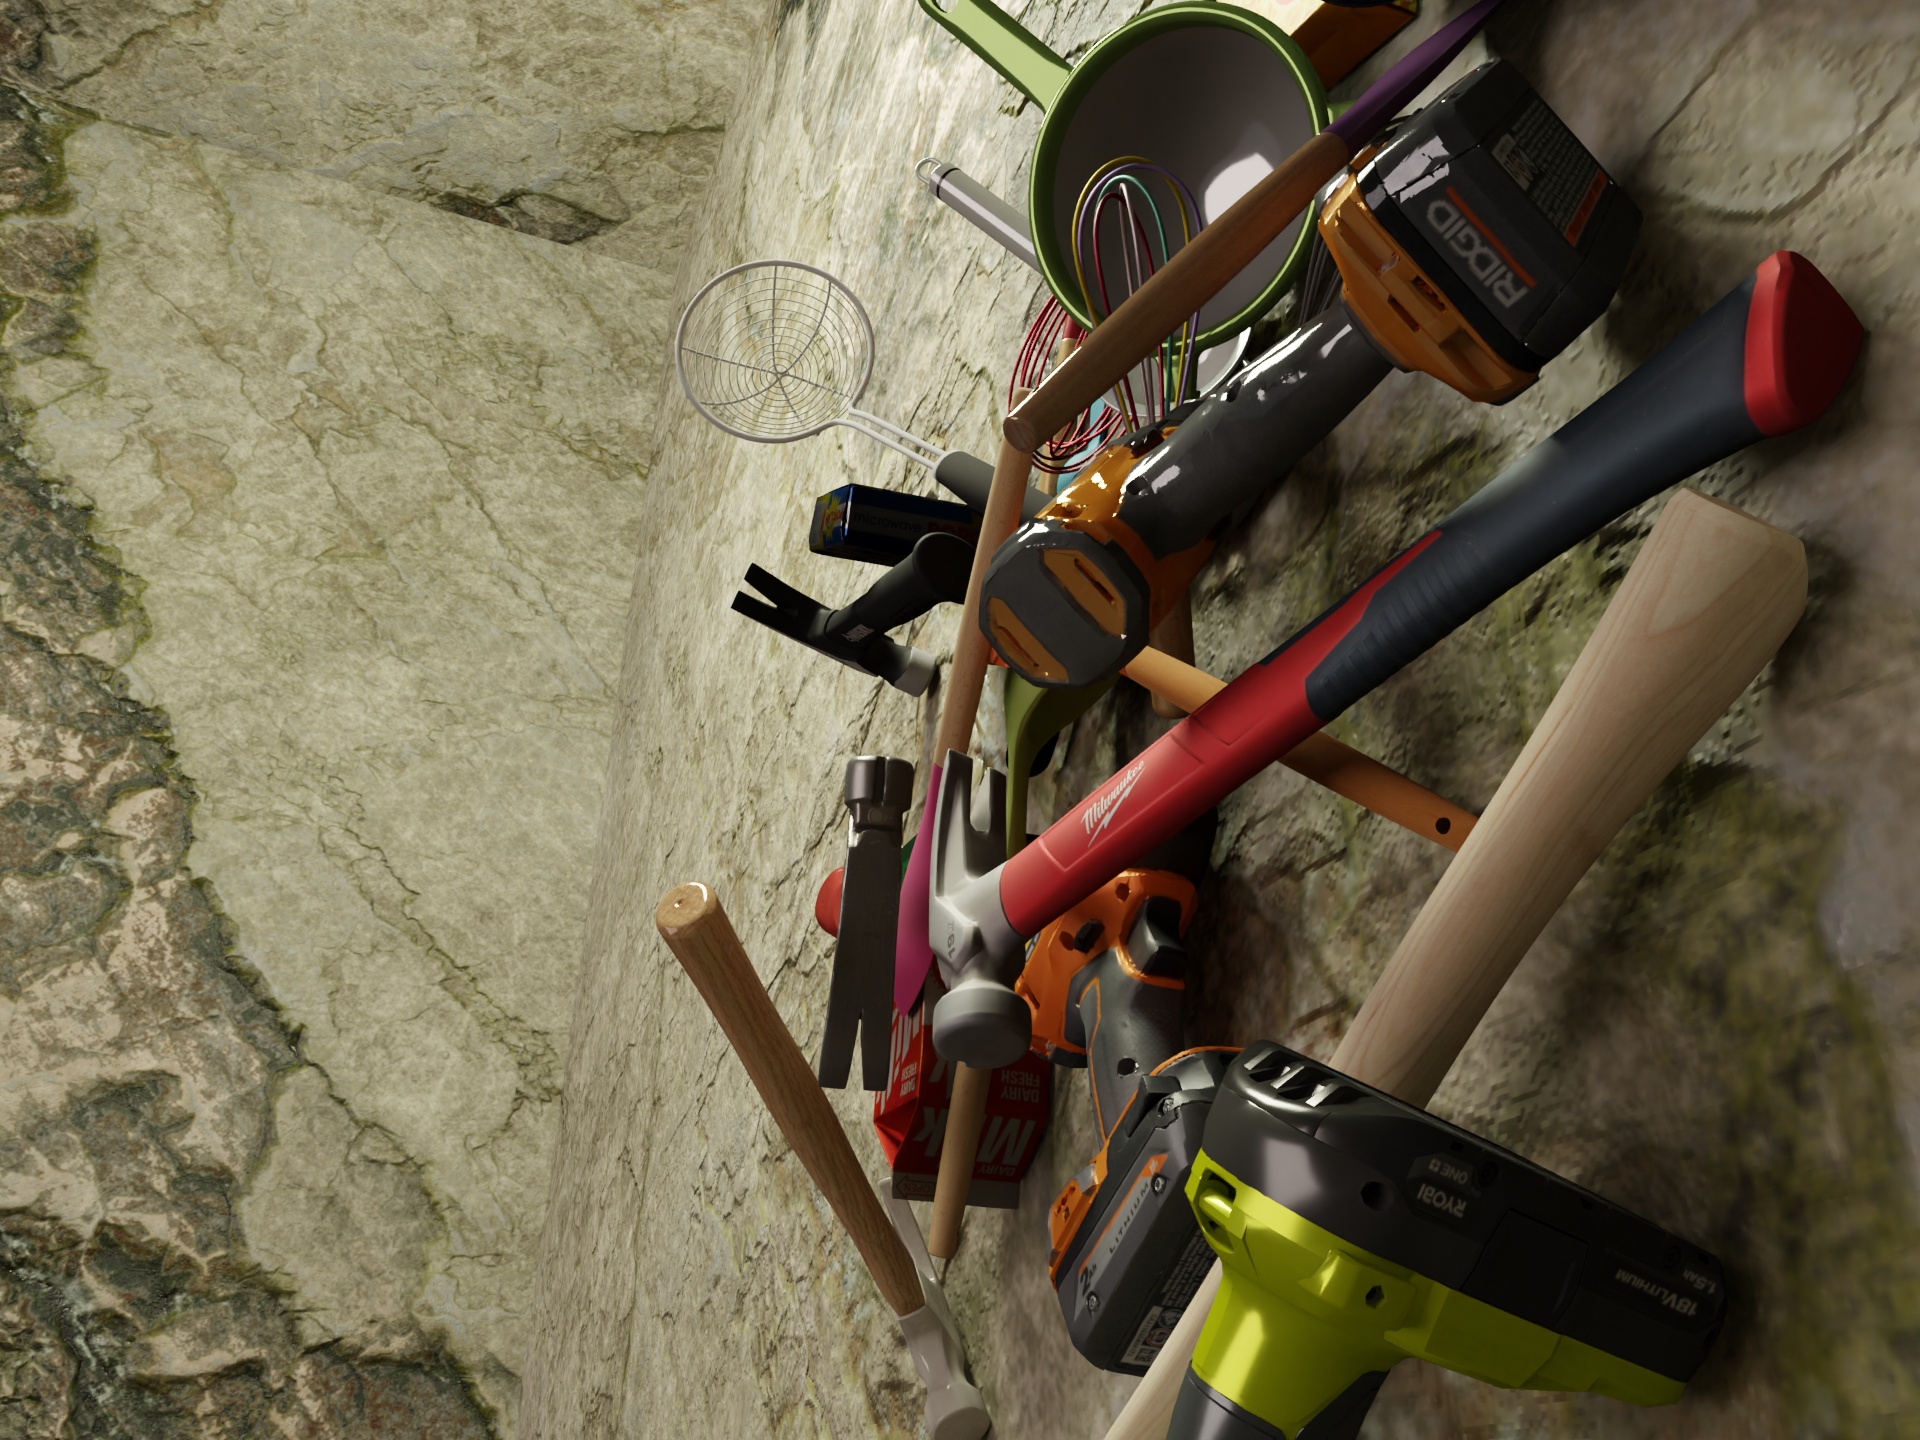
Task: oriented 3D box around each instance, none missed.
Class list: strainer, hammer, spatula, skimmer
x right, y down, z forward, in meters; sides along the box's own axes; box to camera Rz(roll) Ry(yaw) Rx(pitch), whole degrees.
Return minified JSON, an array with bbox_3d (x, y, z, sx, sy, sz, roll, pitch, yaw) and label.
[{"bbox_3d":[0.077,-0.276,0.744,0.257,0.069,0.151,48,121,23],"label":"strainer"},{"bbox_3d":[-0.060,0.113,0.878,0.359,0.036,0.149,128,147,-80],"label":"hammer"},{"bbox_3d":[0.111,-0.021,0.539,0.386,0.038,0.143,-42,34,38],"label":"hammer"},{"bbox_3d":[-0.051,-0.070,0.953,0.035,0.146,0.335,-67,11,-9],"label":"hammer"},{"bbox_3d":[-0.064,0.203,0.757,0.130,0.031,0.331,-120,6,-57],"label":"hammer"},{"bbox_3d":[0.110,0.120,0.470,0.410,0.146,0.038,-66,28,20],"label":"hammer"},{"bbox_3d":[0.094,-0.014,0.642,0.323,0.041,0.081,34,107,52],"label":"spatula"},{"bbox_3d":[0.061,-0.222,0.800,0.087,0.050,0.259,-48,62,4],"label":"strainer"},{"bbox_3d":[0.109,-0.178,0.532,0.316,0.018,0.060,-46,11,-31],"label":"spatula"},{"bbox_3d":[-0.050,-0.184,0.921,0.127,0.090,0.364,-42,40,-9],"label":"skimmer"}]

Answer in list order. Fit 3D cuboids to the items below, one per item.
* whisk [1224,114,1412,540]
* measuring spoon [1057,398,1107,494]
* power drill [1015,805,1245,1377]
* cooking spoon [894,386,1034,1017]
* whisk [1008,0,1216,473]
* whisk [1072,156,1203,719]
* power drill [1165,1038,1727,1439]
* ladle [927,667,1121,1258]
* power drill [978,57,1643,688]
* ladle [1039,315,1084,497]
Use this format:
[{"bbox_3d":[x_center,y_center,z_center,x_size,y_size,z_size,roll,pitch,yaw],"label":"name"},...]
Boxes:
[{"bbox_3d":[0.141,-0.146,0.655,0.238,0.055,0.055,117,156,-49],"label":"whisk"},{"bbox_3d":[0.071,-0.176,0.907,0.042,0.021,0.129,154,124,-67],"label":"measuring spoon"},{"bbox_3d":[0.080,0.117,0.625,0.227,0.084,0.164,-103,30,-58],"label":"power drill"},{"bbox_3d":[-0.001,-0.002,0.772,0.069,0.017,0.318,-121,41,-67],"label":"cooking spoon"},{"bbox_3d":[0.099,-0.270,0.837,0.295,0.073,0.073,-68,21,13],"label":"whisk"},{"bbox_3d":[0.081,-0.119,0.698,0.051,0.047,0.245,10,113,45],"label":"whisk"},{"bbox_3d":[0.097,0.216,0.400,0.228,0.190,0.080,-65,18,-4],"label":"power drill"},{"bbox_3d":[0.031,0.100,0.770,0.078,0.062,0.320,32,-112,-71],"label":"ladle"},{"bbox_3d":[0.117,-0.117,0.554,0.226,0.084,0.185,-40,5,38],"label":"power drill"},{"bbox_3d":[0.063,-0.199,0.941,0.069,0.031,0.315,156,122,-76],"label":"ladle"}]
